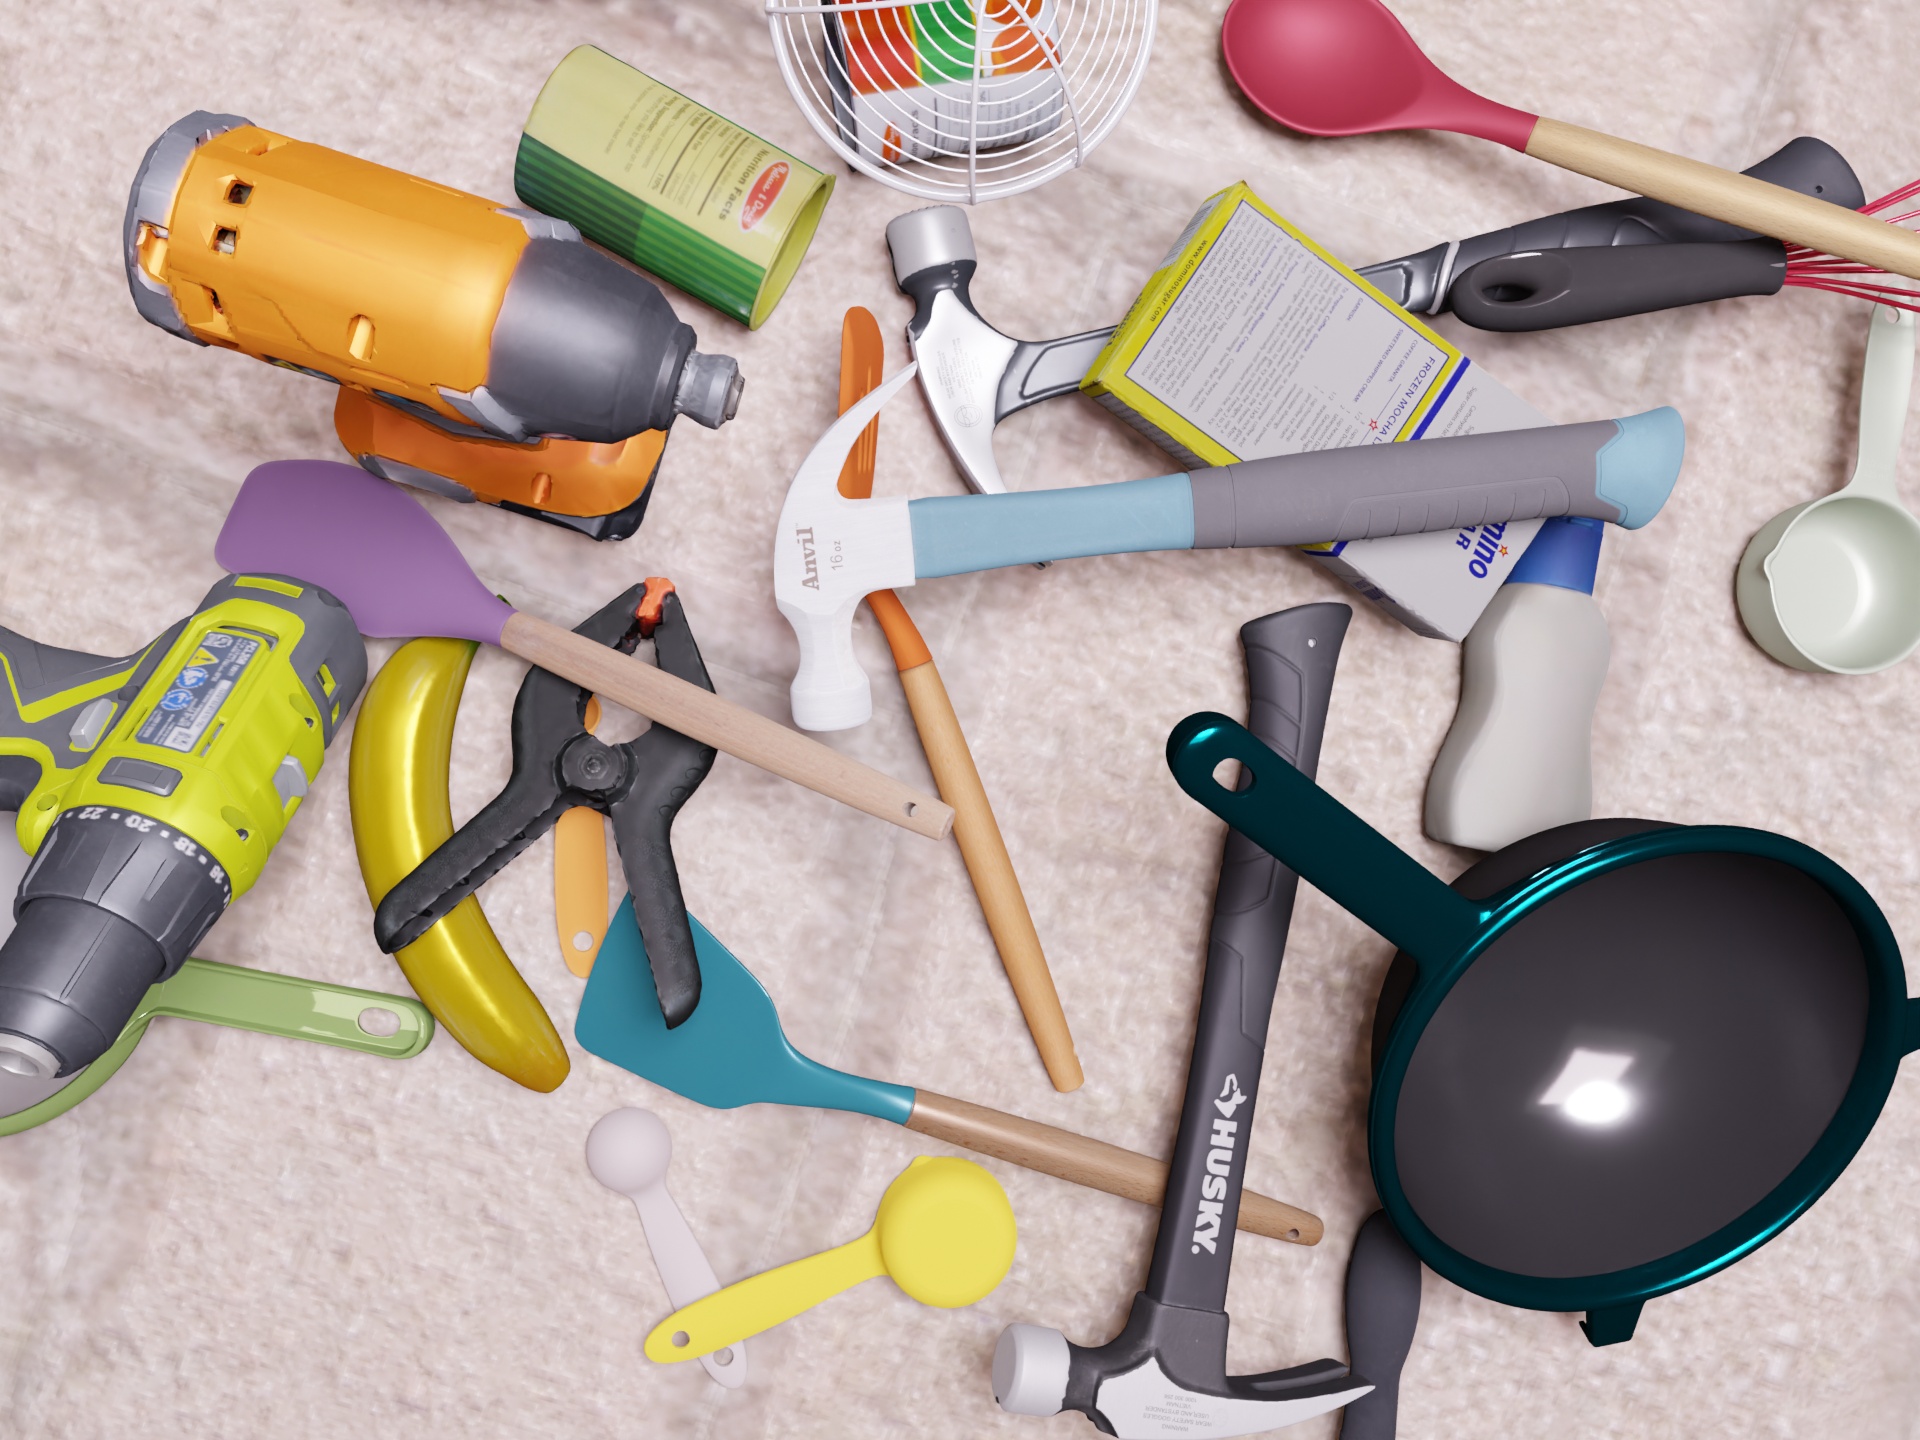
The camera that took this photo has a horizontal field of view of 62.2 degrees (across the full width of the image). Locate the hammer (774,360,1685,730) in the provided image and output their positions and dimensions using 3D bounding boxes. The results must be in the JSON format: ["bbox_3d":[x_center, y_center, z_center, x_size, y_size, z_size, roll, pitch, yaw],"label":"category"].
[{"bbox_3d":[0.096,-0.076,0.578,0.331,0.033,0.128,-6,105,-2],"label":"hammer"}]

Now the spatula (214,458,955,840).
[{"bbox_3d":[-0.145,-0.026,0.592,0.316,0.018,0.060,24,87,13],"label":"spatula"}]

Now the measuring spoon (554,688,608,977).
[{"bbox_3d":[-0.153,0.045,0.638,0.021,0.011,0.117,-2,94,-13],"label":"measuring spoon"}]

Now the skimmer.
[{"bbox_3d":[-0.111,-0.272,0.566,0.363,0.090,0.127,19,108,25],"label":"skimmer"}]

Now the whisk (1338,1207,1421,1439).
[{"bbox_3d":[0.160,0.343,0.648,0.070,0.070,0.285,8,85,-6],"label":"whisk"}]

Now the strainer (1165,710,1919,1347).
[{"bbox_3d":[0.196,0.084,0.603,0.340,0.095,0.211,35,103,-20],"label":"strainer"}]

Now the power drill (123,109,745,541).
[{"bbox_3d":[-0.150,-0.116,0.527,0.164,0.226,0.084,17,89,-6],"label":"power drill"}]

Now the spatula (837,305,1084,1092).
[{"bbox_3d":[-0.001,-0.002,0.633,0.041,0.081,0.322,-19,97,9],"label":"spatula"}]

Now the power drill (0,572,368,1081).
[{"bbox_3d":[-0.343,0.016,0.538,0.228,0.080,0.191,12,48,2],"label":"power drill"}]

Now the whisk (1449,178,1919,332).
[{"bbox_3d":[0.342,-0.184,0.633,0.296,0.073,0.073,-7,91,0],"label":"whisk"}]

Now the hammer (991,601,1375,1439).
[{"bbox_3d":[0.115,0.113,0.634,0.146,0.035,0.335,14,82,-14],"label":"hammer"}]

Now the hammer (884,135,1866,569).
[{"bbox_3d":[0.182,-0.174,0.657,0.409,0.036,0.149,-14,93,-6],"label":"hammer"}]

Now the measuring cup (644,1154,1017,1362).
[{"bbox_3d":[-0.050,0.224,0.632,0.156,0.029,0.062,-20,93,-11],"label":"measuring cup"}]

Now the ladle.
[{"bbox_3d":[0.249,-0.222,0.621,0.315,0.031,0.069,26,83,16],"label":"ladle"}]

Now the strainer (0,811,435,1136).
[{"bbox_3d":[-0.330,0.097,0.589,0.256,0.069,0.151,12,89,-4],"label":"strainer"}]

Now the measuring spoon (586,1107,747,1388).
[{"bbox_3d":[-0.114,0.214,0.637,0.034,0.018,0.124,-24,93,-5],"label":"measuring spoon"}]

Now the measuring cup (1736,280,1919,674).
[{"bbox_3d":[0.376,-0.101,0.676,0.083,0.038,0.167,10,87,-6],"label":"measuring cup"}]

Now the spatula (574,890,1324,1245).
[{"bbox_3d":[0.003,0.155,0.640,0.317,0.044,0.082,21,108,-11],"label":"spatula"}]
